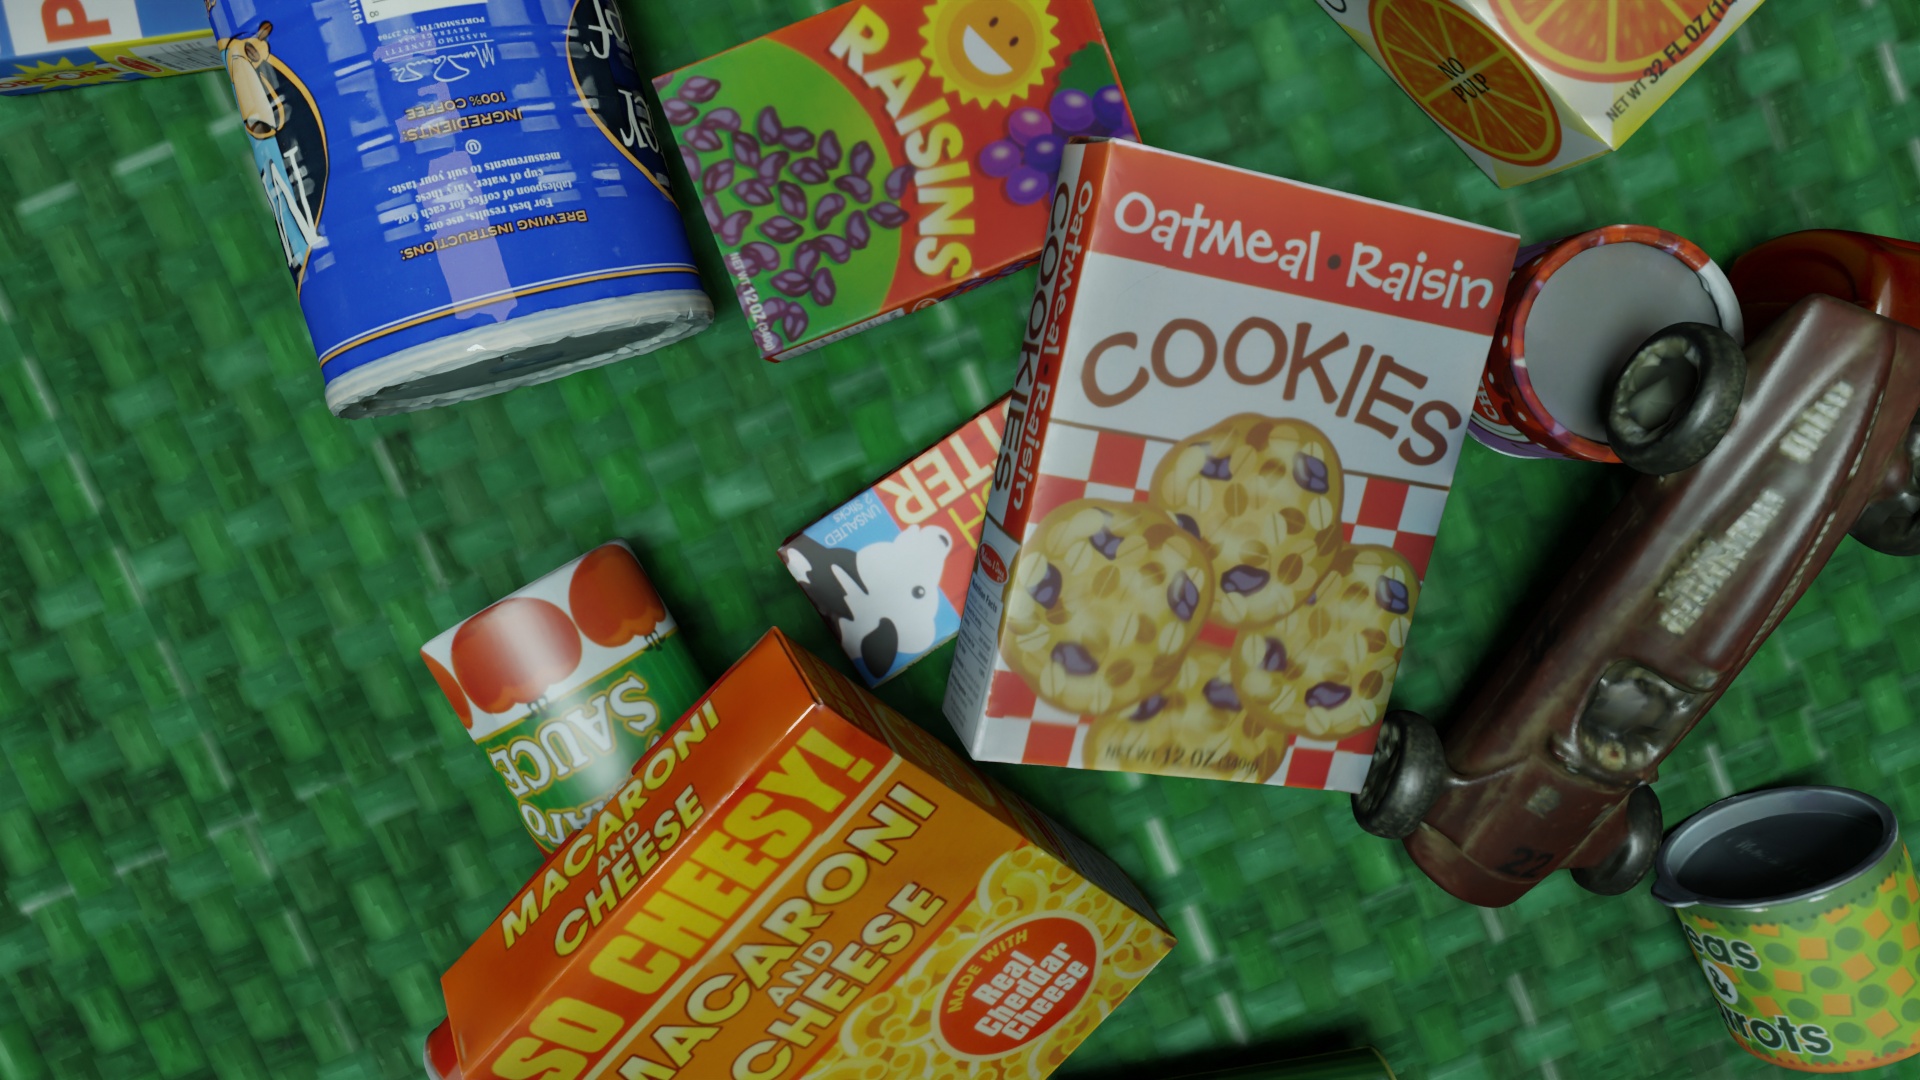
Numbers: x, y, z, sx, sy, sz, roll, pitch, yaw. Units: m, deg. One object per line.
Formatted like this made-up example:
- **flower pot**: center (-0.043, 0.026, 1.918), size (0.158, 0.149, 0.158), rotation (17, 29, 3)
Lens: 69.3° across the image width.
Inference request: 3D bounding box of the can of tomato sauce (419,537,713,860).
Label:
- **can of tomato sauce**: center (-0.105, 0.050, 0.399), size (0.071, 0.071, 0.083), rotation (-30, 95, 1)

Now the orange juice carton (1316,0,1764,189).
- **orange juice carton**: center (0.123, -0.194, 0.384), size (0.192, 0.073, 0.072), rotation (44, 93, -4)

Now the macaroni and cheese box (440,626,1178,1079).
- **macaroni and cheese box**: center (-0.033, 0.114, 0.381), size (0.123, 0.040, 0.166), rotation (-47, 129, 2)

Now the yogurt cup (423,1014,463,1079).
- **yogurt cup**: center (-0.115, 0.142, 0.411), size (0.072, 0.072, 0.054), rotation (31, 86, -4)

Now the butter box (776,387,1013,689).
- **butter box**: center (0.002, -0.005, 0.421), size (0.103, 0.024, 0.053), rotation (-34, 96, 2)

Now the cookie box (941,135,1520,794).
- **cookie box**: center (0.073, -0.018, 0.391), size (0.123, 0.040, 0.167), rotation (8, 103, -17)

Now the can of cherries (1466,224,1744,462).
- **can of cherries**: center (0.177, -0.055, 0.404), size (0.071, 0.058, 0.071), rotation (0, 95, -2)

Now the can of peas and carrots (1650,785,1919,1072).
- **can of peas and carrots**: center (0.252, 0.116, 0.417), size (0.071, 0.071, 0.058), rotation (-26, 96, 1)

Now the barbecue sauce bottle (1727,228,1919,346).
- **barbecue sauce bottle**: center (0.307, -0.061, 0.408), size (0.149, 0.065, 0.043), rotation (4, 98, -11)

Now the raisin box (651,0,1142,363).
- **raisin box**: center (-0.014, -0.113, 0.404), size (0.123, 0.040, 0.086), rotation (-21, 95, 1)

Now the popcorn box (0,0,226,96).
- **popcorn box**: center (-0.249, -0.196, 0.390), size (0.085, 0.038, 0.126), rotation (-8, 95, 0)

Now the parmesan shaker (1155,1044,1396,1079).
- **parmesan shaker**: center (0.082, 0.198, 0.420), size (0.103, 0.071, 0.071), rotation (-9, 95, 0)
